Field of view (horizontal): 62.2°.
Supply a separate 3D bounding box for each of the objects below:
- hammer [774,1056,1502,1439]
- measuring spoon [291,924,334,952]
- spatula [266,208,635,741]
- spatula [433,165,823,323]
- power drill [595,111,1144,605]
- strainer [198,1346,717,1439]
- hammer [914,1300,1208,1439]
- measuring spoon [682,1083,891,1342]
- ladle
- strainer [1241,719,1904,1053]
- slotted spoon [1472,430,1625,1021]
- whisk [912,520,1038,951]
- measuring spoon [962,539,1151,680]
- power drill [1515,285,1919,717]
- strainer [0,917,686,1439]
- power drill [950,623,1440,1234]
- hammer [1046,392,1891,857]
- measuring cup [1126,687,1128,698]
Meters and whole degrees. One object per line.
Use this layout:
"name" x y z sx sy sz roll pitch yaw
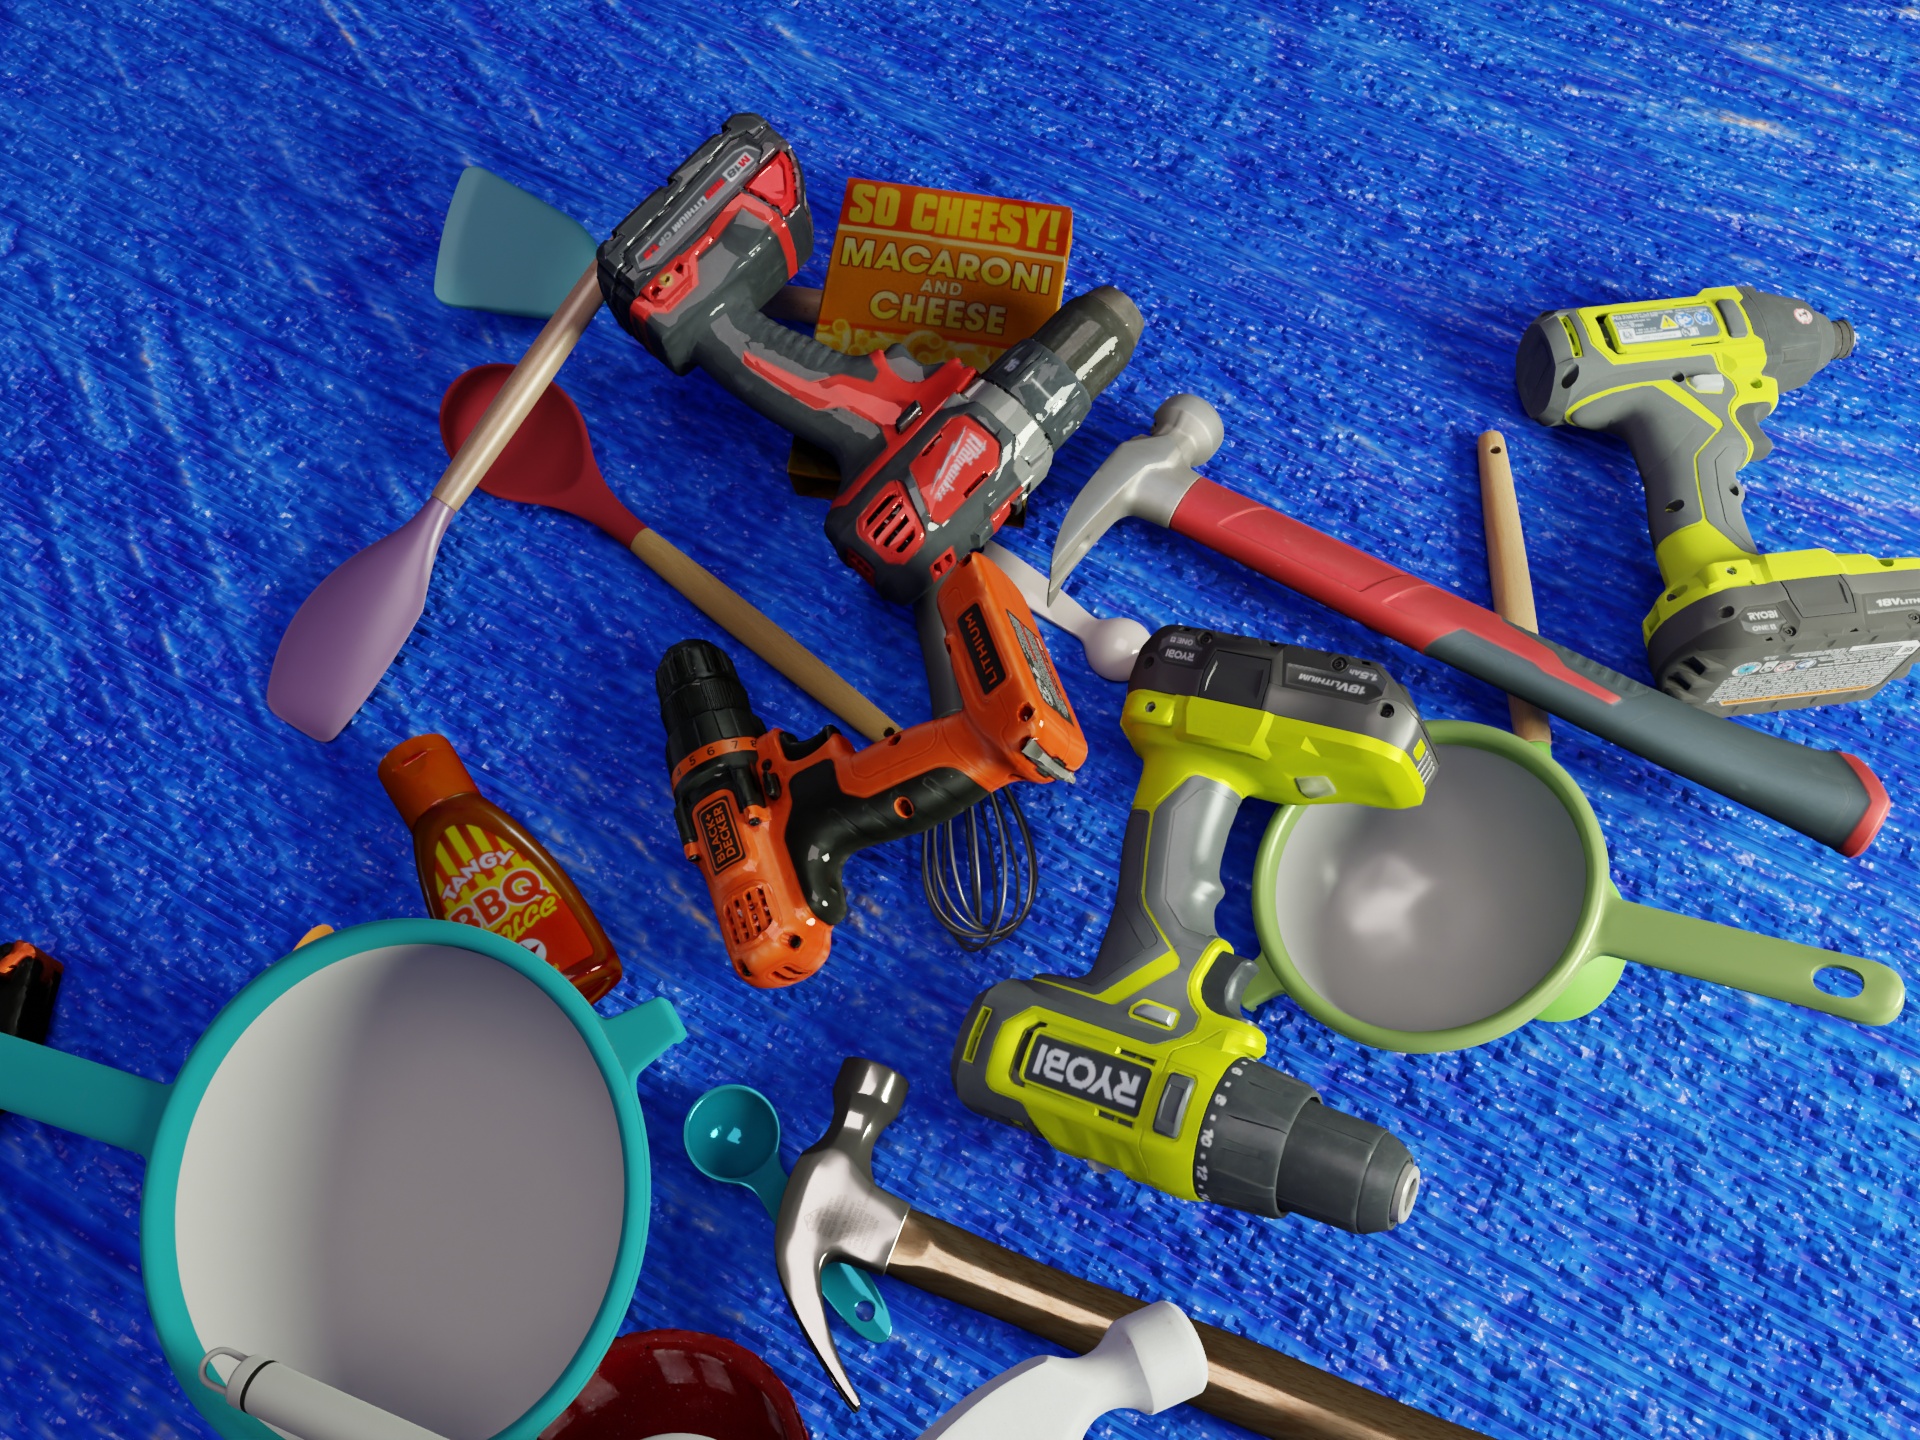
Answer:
"hammer" 0.079 0.257 0.646 0.331 0.031 0.130 21 63 7
"measuring spoon" -0.310 0.146 0.716 0.021 0.011 0.117 14 63 6
"spatula" -0.250 -0.132 0.807 0.060 0.018 0.316 30 81 13
"spatula" -0.121 -0.235 0.869 0.317 0.044 0.082 9 78 2
"power drill" -0.042 -0.190 0.776 0.227 0.080 0.188 43 84 7
"strainer" -0.161 0.266 0.544 0.258 0.050 0.087 14 65 18
"hammer" 0.083 0.413 0.510 0.144 0.035 0.406 -18 78 -17
"measuring spoon" -0.073 0.214 0.684 0.042 0.021 0.129 -34 79 -27
"ladle" -0.143 -0.078 0.807 0.315 0.031 0.069 38 79 14
"strainer" 0.253 0.089 0.674 0.256 0.069 0.151 13 72 34
"slotted spoon" 0.275 -0.011 0.778 0.070 0.031 0.314 0 64 4
"whisk" -0.002 -0.003 0.764 0.055 0.055 0.239 -7 62 -3
"measuring spoon" 0.045 -0.063 0.805 0.124 0.018 0.034 36 71 16
"power drill" 0.396 -0.121 0.801 0.171 0.080 0.223 -6 63 -3
"strainer" -0.269 0.177 0.658 0.340 0.095 0.211 11 80 16
"power drill" 0.118 0.087 0.665 0.191 0.080 0.228 13 74 31
"hammer" 0.230 -0.030 0.748 0.386 0.038 0.143 29 59 18
"measuring cup" 0.155 0.011 0.768 0.156 0.029 0.062 17 67 5
